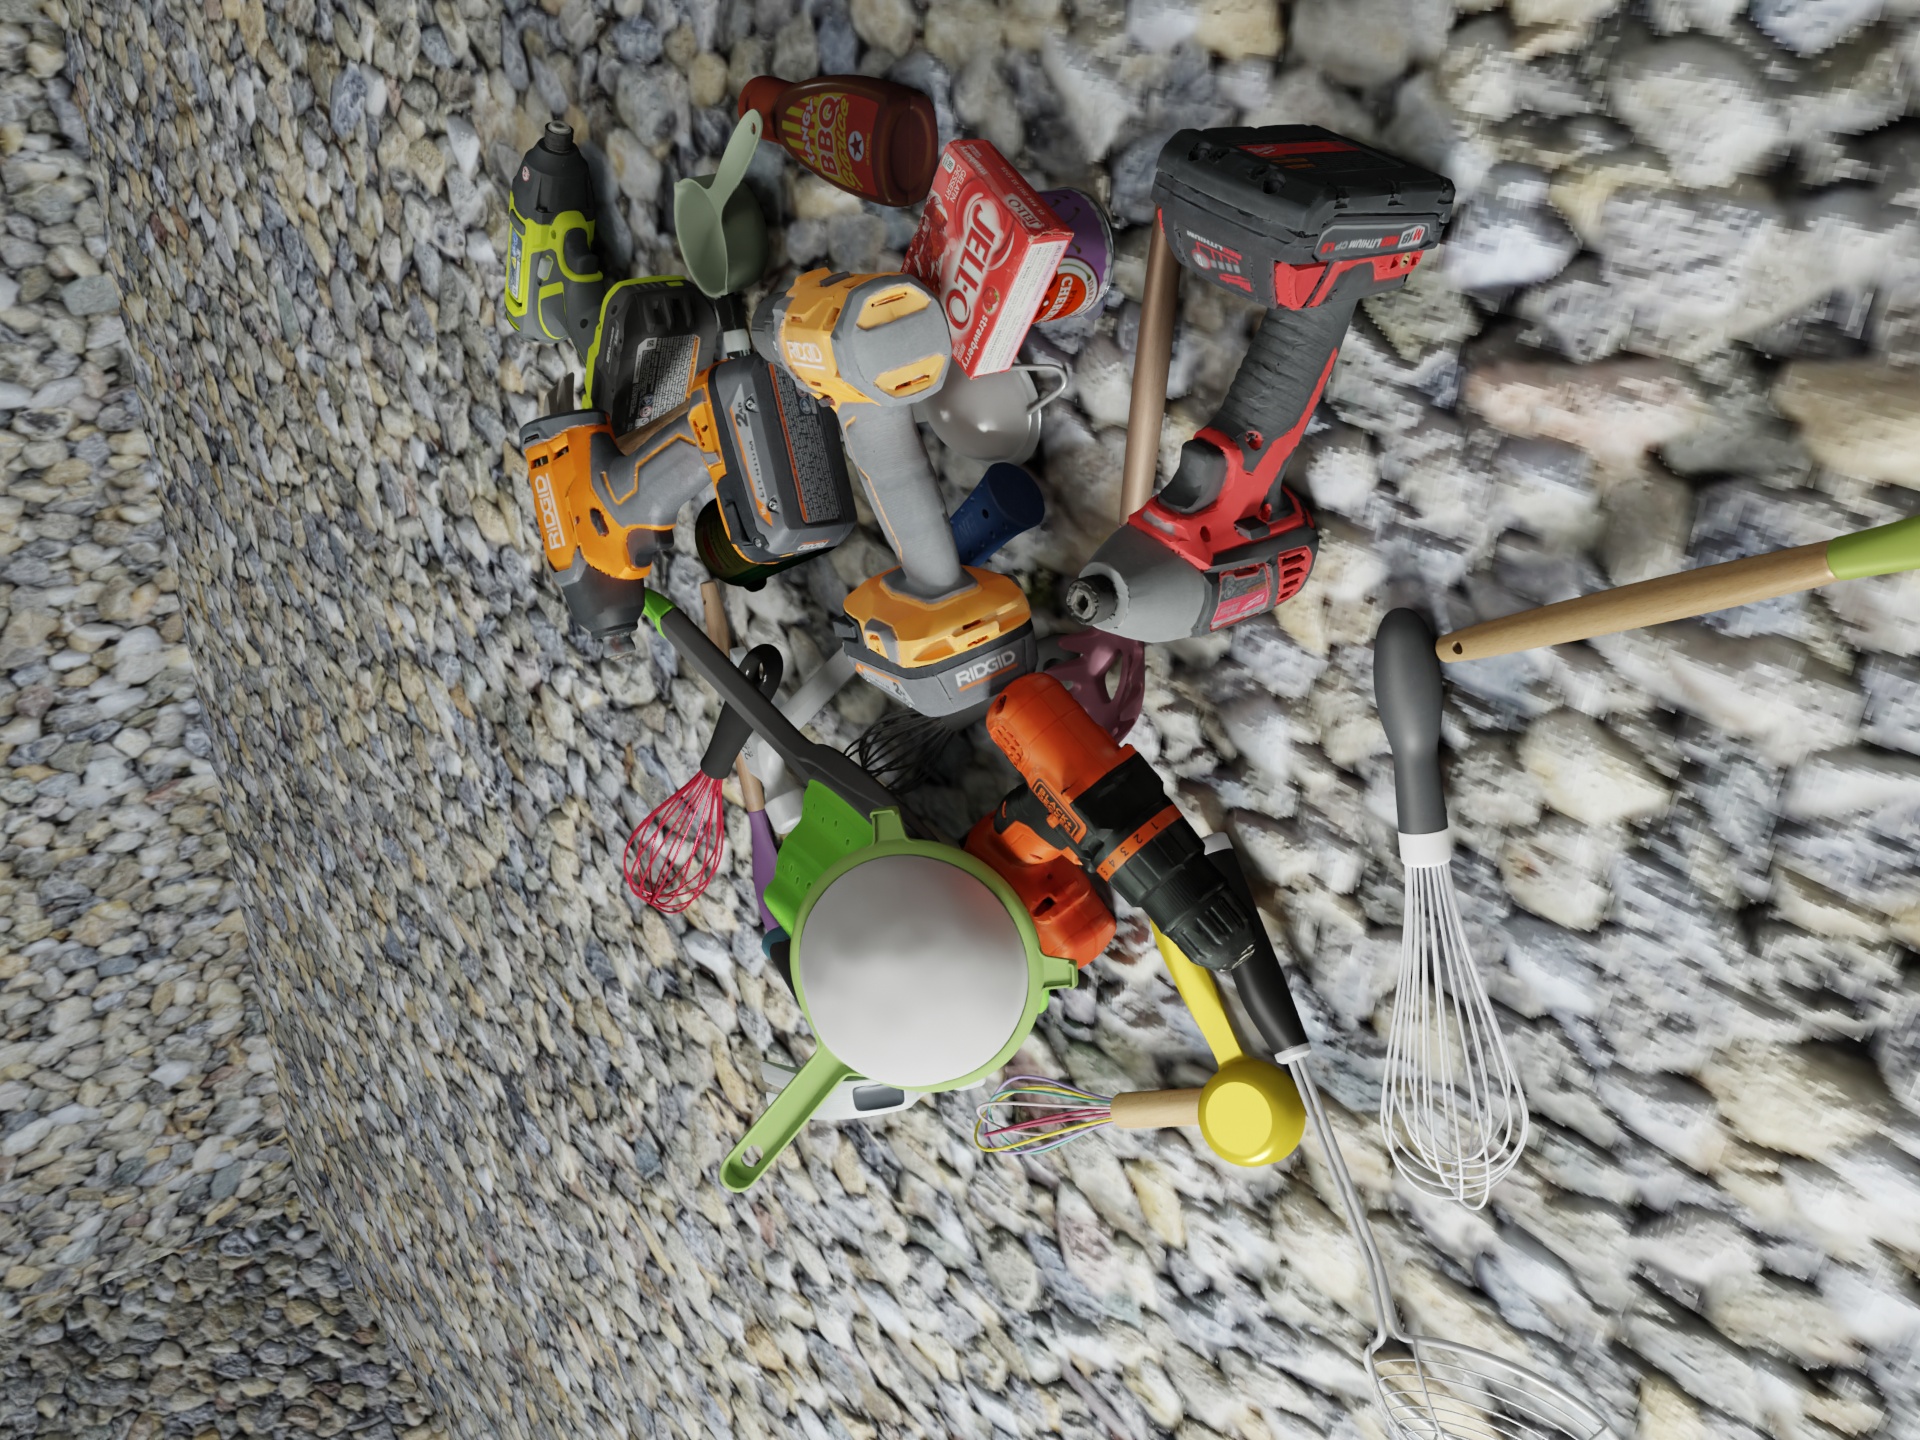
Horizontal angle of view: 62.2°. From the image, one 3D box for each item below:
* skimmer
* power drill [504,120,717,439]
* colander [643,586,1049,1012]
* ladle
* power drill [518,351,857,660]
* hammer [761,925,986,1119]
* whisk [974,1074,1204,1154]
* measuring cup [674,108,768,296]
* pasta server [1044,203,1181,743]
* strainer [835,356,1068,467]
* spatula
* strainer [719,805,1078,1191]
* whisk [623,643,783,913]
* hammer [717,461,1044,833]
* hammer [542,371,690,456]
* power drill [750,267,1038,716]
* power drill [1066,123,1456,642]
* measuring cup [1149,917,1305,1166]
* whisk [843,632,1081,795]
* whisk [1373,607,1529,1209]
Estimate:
[{"bbox_3d":[0.217,0.223,0.818,0.127,0.090,0.363,-49,56,57],"label":"skimmer"},{"bbox_3d":[-0.267,-0.315,1.167,0.223,0.080,0.171,52,141,29],"label":"power drill"},{"bbox_3d":[-0.112,0.066,1.025,0.397,0.094,0.204,44,166,18],"label":"colander"},{"bbox_3d":[0.301,-0.056,0.577,0.320,0.062,0.078,-15,95,61],"label":"ladle"},{"bbox_3d":[-0.177,-0.131,1.000,0.226,0.084,0.164,-10,95,36],"label":"power drill"},{"bbox_3d":[-0.090,0.198,1.100,0.331,0.128,0.033,-153,53,-72],"label":"hammer"},{"bbox_3d":[0.086,0.248,0.991,0.245,0.047,0.051,-21,87,51],"label":"whisk"},{"bbox_3d":[-0.137,-0.332,1.001,0.083,0.038,0.167,65,152,6],"label":"measuring cup"},{"bbox_3d":[0.087,-0.125,0.819,0.060,0.040,0.316,31,128,41],"label":"pasta server"},{"bbox_3d":[-0.033,-0.181,0.953,0.258,0.050,0.086,6,125,55],"label":"strainer"},{"bbox_3d":[-0.166,0.045,1.248,0.060,0.018,0.315,9,114,52],"label":"spatula"},{"bbox_3d":[-0.065,0.185,0.901,0.151,0.069,0.256,41,104,4],"label":"strainer"},{"bbox_3d":[-0.189,0.048,1.188,0.073,0.073,0.295,52,134,24],"label":"whisk"},{"bbox_3d":[-0.066,-0.056,1.054,0.405,0.035,0.144,-39,74,53],"label":"hammer"},{"bbox_3d":[-0.159,-0.206,1.039,0.331,0.031,0.130,-17,120,40],"label":"hammer"},{"bbox_3d":[-0.046,-0.132,0.863,0.185,0.084,0.226,30,140,60],"label":"power drill"},{"bbox_3d":[0.118,-0.134,0.687,0.079,0.143,0.219,38,131,33],"label":"power drill"},{"bbox_3d":[0.138,0.173,0.885,0.062,0.029,0.157,-33,72,25],"label":"measuring cup"},{"bbox_3d":[-0.001,-0.002,0.989,0.239,0.055,0.055,-31,81,49],"label":"whisk"},{"bbox_3d":[0.218,0.089,0.736,0.070,0.070,0.284,1,101,53],"label":"whisk"}]
